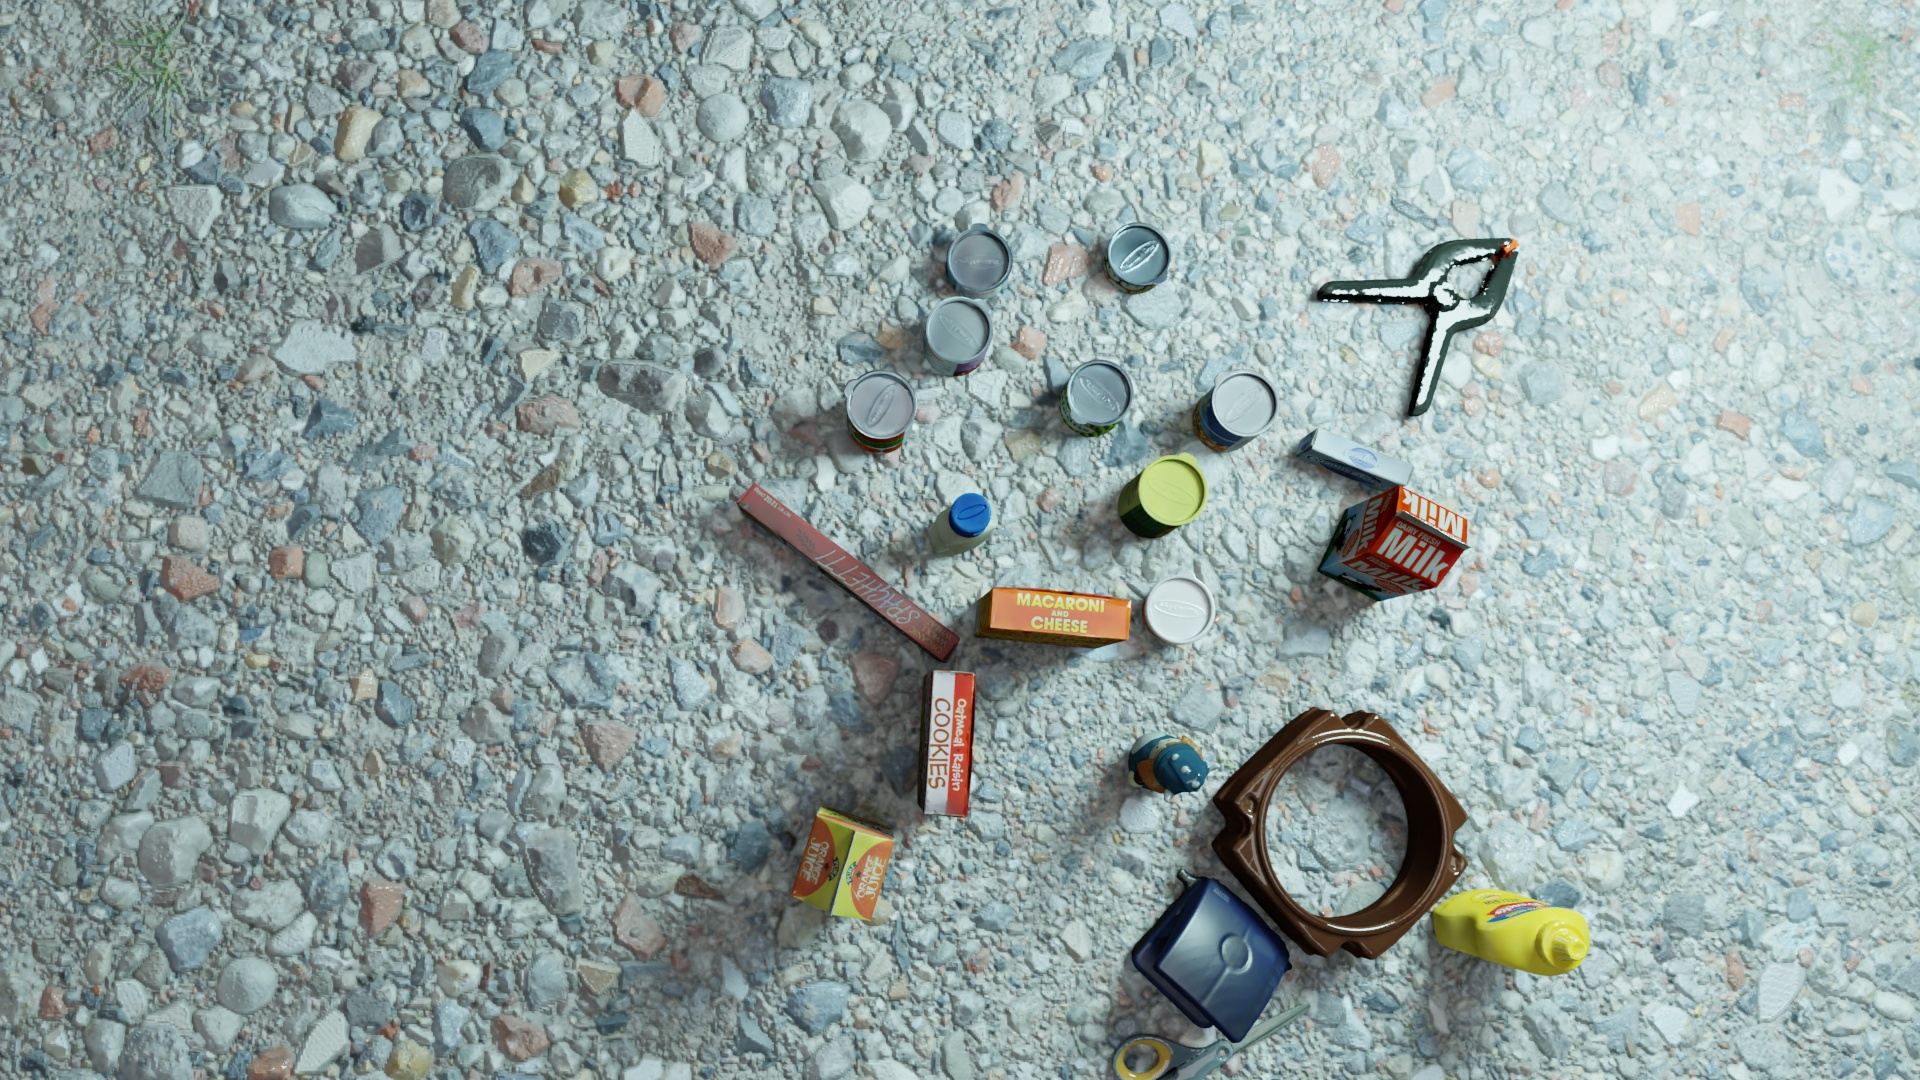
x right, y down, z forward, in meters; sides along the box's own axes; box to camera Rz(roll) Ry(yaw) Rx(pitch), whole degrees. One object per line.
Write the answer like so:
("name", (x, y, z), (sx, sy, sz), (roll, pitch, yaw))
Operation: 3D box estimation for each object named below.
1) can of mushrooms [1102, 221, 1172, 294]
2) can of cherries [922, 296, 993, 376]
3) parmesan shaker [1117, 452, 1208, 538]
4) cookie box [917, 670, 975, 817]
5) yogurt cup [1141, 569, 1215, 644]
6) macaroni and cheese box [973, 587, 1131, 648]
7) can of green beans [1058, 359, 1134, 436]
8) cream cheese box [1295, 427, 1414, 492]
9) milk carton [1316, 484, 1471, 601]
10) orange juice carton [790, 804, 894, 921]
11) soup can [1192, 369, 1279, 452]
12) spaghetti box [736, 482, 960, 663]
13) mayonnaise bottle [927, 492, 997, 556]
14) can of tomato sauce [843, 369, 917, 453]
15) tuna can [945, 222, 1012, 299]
("can of mushrooms", (0.179, -0.282, 1.402), (0.071, 0.033, 0.071), (1, 82, -4))
("can of cherries", (-0.001, -0.201, 1.364), (0.071, 0.058, 0.071), (1, 82, -4))
("parmesan shaker", (0.195, -0.042, 1.334), (0.071, 0.103, 0.071), (1, 83, -4))
("cookie box", (-0.014, 0.182, 1.255), (0.040, 0.167, 0.123), (4, 82, -4))
("yogurt cup", (0.207, 0.068, 1.345), (0.072, 0.054, 0.072), (1, 82, -4))
("macaroni and cheese box", (0.080, 0.072, 1.278), (0.124, 0.166, 0.040), (5, 82, -4))
("can of green beans", (0.133, -0.139, 1.366), (0.071, 0.057, 0.071), (1, 82, -4))
("cream cheese box", (0.390, -0.079, 1.380), (0.104, 0.053, 0.024), (22, 82, -1))
("milk carton", (0.408, 0.003, 1.300), (0.072, 0.190, 0.073), (27, 82, 0))
("orange juice carton", (-0.102, 0.282, 1.221), (0.073, 0.192, 0.072), (18, 82, -2))
("soup can", (0.267, -0.128, 1.362), (0.071, 0.083, 0.071), (1, 82, -4))
("spaghetti box", (-0.106, 0.033, 1.328), (0.250, 0.050, 0.029), (37, 82, 1))
("mayonnaise bottle", (0.005, -0.016, 1.293), (0.065, 0.148, 0.041), (-22, 85, -7))
("can of tomato sauce", (-0.079, -0.123, 1.335), (0.071, 0.083, 0.071), (1, 82, -4))
("tuna can", (0.018, -0.278, 1.389), (0.071, 0.033, 0.071), (1, 82, -4))
